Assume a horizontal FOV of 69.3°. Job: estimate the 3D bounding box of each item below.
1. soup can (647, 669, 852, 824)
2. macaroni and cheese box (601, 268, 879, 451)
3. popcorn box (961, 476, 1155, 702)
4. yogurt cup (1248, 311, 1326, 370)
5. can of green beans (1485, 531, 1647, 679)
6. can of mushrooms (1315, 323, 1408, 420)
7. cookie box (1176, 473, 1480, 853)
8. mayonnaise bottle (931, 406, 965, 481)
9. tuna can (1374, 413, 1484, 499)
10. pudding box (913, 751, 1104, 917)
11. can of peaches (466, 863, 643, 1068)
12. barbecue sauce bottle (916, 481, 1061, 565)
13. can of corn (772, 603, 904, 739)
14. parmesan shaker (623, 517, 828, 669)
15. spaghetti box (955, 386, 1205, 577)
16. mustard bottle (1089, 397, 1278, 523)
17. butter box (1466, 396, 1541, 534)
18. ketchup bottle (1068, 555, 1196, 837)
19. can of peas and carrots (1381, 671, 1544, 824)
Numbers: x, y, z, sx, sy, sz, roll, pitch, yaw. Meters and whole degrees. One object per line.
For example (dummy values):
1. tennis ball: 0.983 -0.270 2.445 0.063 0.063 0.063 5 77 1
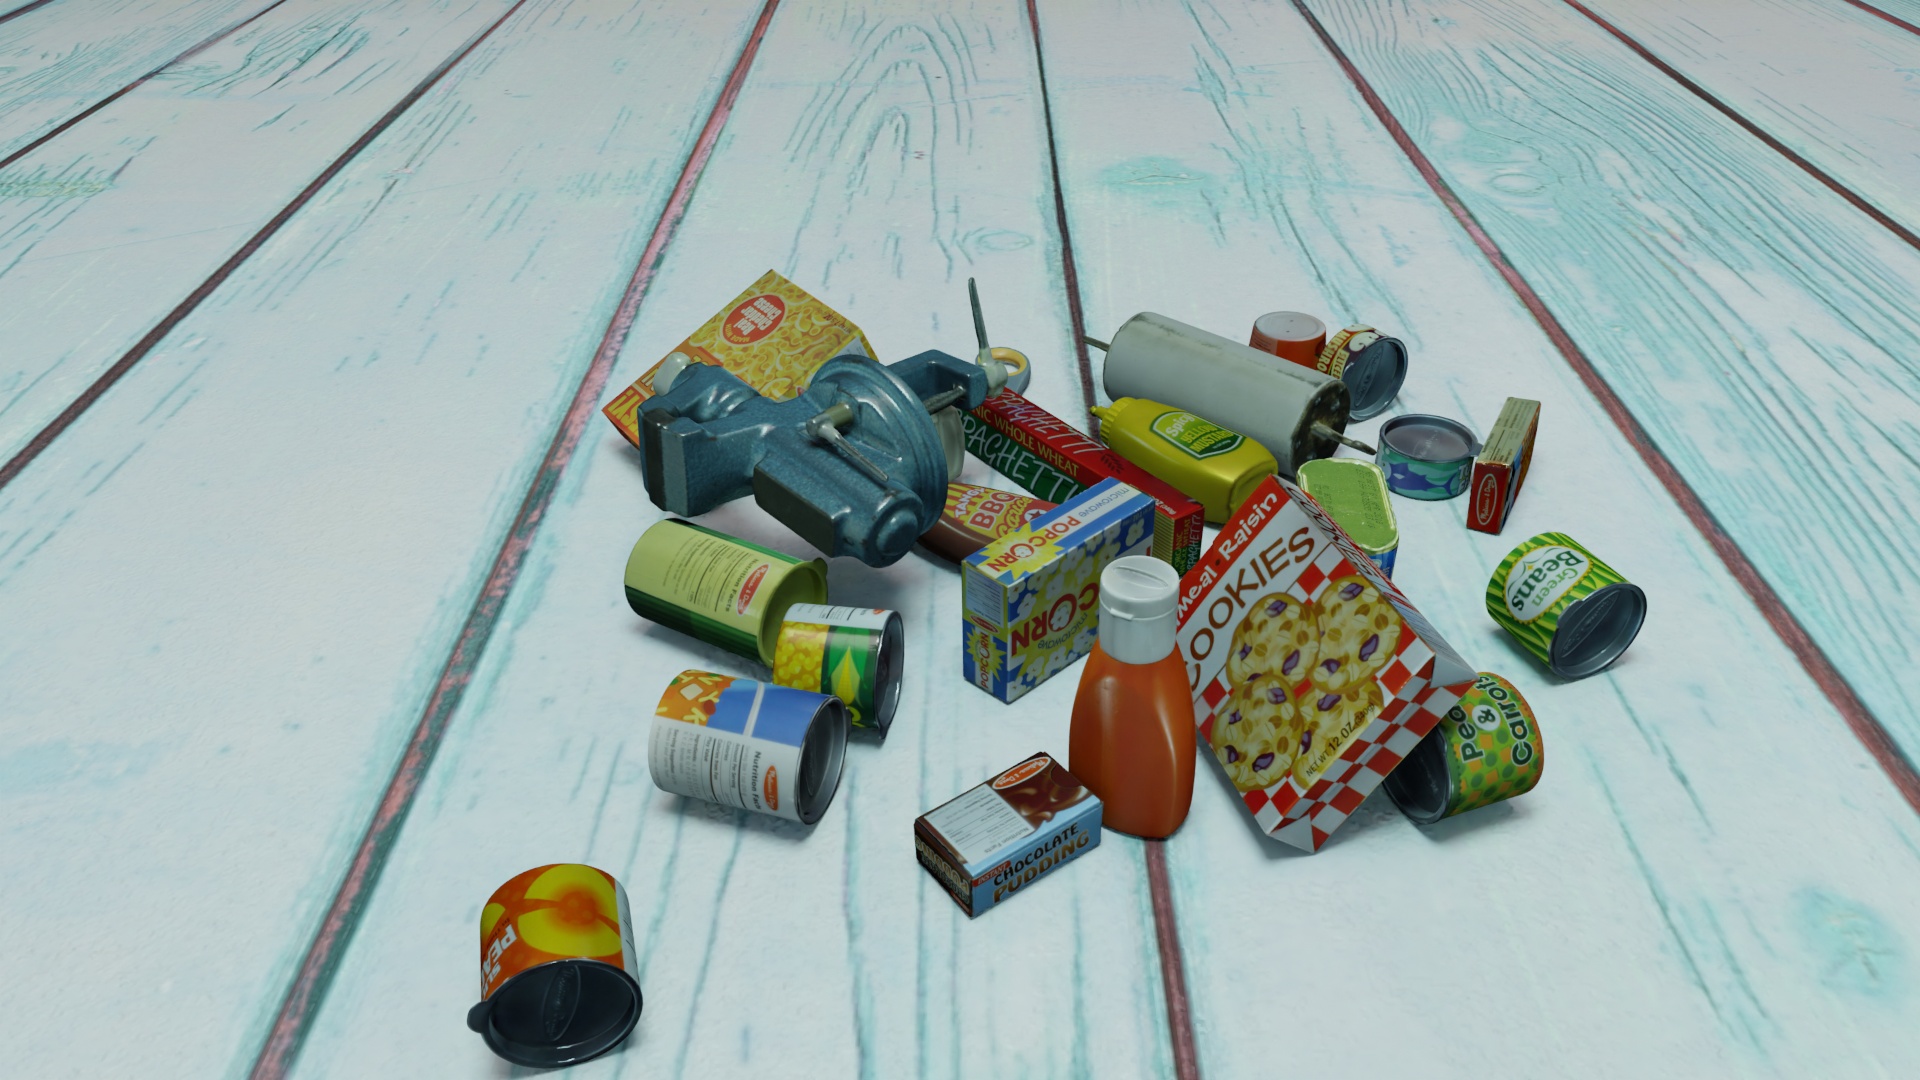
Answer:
1. soup can: -0.108 0.104 0.720 0.084 0.071 0.072 9 36 16
2. macaroni and cheese box: -0.159 -0.111 1.002 0.167 0.040 0.124 -42 49 -12
3. popcorn box: 0.059 0.027 0.809 0.127 0.084 0.038 -29 43 -34
4. yogurt cup: 0.253 -0.143 1.077 0.072 0.053 0.073 -1 34 1
5. can of green beans: 0.348 0.037 0.801 0.071 0.071 0.058 -13 36 -17
6. can of mushrooms: 0.298 -0.127 1.040 0.071 0.070 0.033 -20 38 -25
7. cookie box: 0.173 0.058 0.729 0.040 0.122 0.168 25 22 -31
8. mayonnaise bottle: -0.050 -0.094 1.013 0.041 0.064 0.148 -20 35 -24
9. tuna can: 0.327 -0.058 0.969 0.071 0.032 0.071 -1 34 1
10. pudding box: 0.025 0.144 0.688 0.084 0.030 0.050 -24 39 -29
11. can of peaches: -0.177 0.184 0.604 0.071 0.071 0.058 -10 35 -13
12. barbecue sauce bottle: 0.003 -0.011 0.903 0.148 0.043 0.065 17 39 25
13. can of corn: -0.067 0.072 0.768 0.058 0.070 0.071 5 35 10
14. parmesan shaker: -0.138 0.028 0.829 0.103 0.071 0.072 18 39 27
15. spaghetti box: 0.069 -0.052 0.954 0.029 0.050 0.250 -23 40 -30
16. mustard bottle: 0.144 -0.065 0.971 0.065 0.048 0.160 -25 41 -33
17. butter box: 0.369 -0.053 0.943 0.024 0.052 0.104 14 37 26
18. ketchup bottle: 0.085 0.077 0.679 0.065 0.148 0.044 18 40 27
19. can of peas and carrots: 0.251 0.103 0.704 0.059 0.070 0.071 -12 36 -16
